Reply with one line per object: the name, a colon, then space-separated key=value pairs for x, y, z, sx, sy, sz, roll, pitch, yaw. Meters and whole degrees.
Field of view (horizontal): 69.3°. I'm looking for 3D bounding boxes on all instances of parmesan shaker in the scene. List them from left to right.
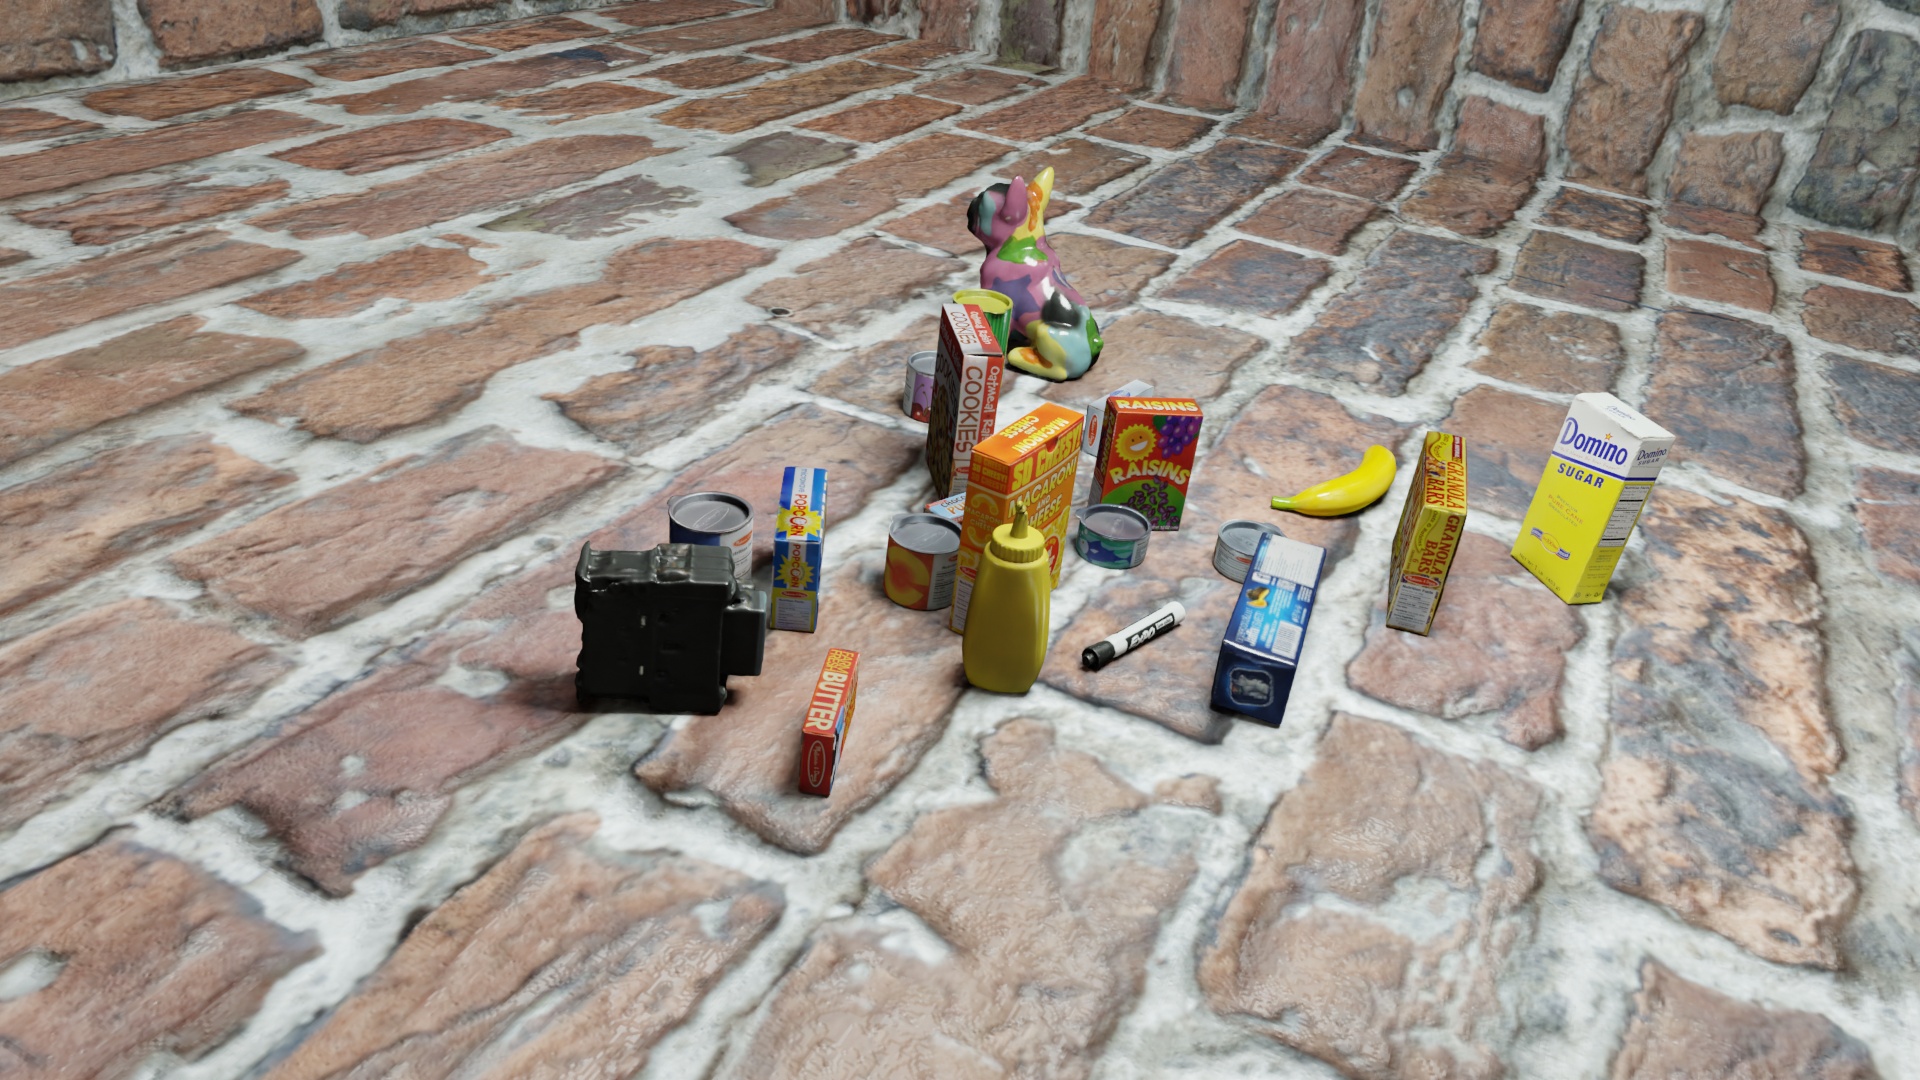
parmesan shaker: x=0.020 y=-0.217 z=1.536 sx=0.071 sy=0.102 sz=0.071 roll=6 pitch=30 yaw=-3

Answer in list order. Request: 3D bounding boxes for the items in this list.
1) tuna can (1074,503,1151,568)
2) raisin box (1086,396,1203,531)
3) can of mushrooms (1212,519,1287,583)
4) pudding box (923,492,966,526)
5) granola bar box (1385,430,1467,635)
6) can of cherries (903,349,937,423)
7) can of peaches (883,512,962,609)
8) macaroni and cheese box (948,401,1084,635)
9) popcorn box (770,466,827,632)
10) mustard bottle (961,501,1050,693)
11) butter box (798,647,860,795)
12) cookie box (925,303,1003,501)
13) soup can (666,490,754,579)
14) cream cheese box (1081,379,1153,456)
tuna can: x=0.137 y=-0.005 z=1.265 sx=0.071 sy=0.032 sz=0.071 roll=6 pitch=30 yaw=-3
raisin box: x=0.172 y=-0.072 z=1.298 sx=0.086 sy=0.122 sz=0.040 roll=1 pitch=30 yaw=-11
can of mushrooms: x=0.266 y=0.010 z=1.268 sx=0.071 sy=0.033 sz=0.071 roll=6 pitch=30 yaw=-3
pudding box: x=0.004 y=-0.016 z=1.238 sx=0.084 sy=0.049 sz=0.030 roll=-19 pitch=39 yaw=-37
granola bar box: x=0.419 y=-0.010 z=1.246 sx=0.039 sy=0.123 sz=0.166 roll=14 pitch=31 yaw=12
can of cherries: x=-0.024 y=-0.163 z=1.477 sx=0.071 sy=0.058 sz=0.072 roll=6 pitch=30 yaw=-3
can of peaches: x=-0.032 y=0.017 z=1.166 sx=0.071 sy=0.057 sz=0.071 roll=6 pitch=30 yaw=-3
macaroni and cheese box: x=0.047 y=-0.015 z=1.130 sx=0.040 sy=0.165 sz=0.124 roll=22 pitch=33 yaw=24
popcorn box: x=-0.131 y=0.005 z=1.138 sx=0.038 sy=0.084 sz=0.127 roll=4 pitch=30 yaw=-5
mustard bottle: x=0.039 y=0.039 z=1.042 sx=0.065 sy=0.159 sz=0.049 roll=9 pitch=30 yaw=3
butter box: x=-0.091 y=0.125 z=0.971 sx=0.024 sy=0.052 sz=0.104 roll=9 pitch=30 yaw=2
cookie box: x=0.003 y=-0.124 z=1.306 sx=0.040 sy=0.166 sz=0.123 roll=0 pitch=30 yaw=-12
soup can: x=-0.202 y=0.011 z=1.112 sx=0.071 sy=0.083 sz=0.072 roll=6 pitch=30 yaw=-3
cream cheese box: x=0.166 y=-0.130 z=1.467 sx=0.024 sy=0.053 sz=0.104 roll=25 pitch=34 yaw=28
